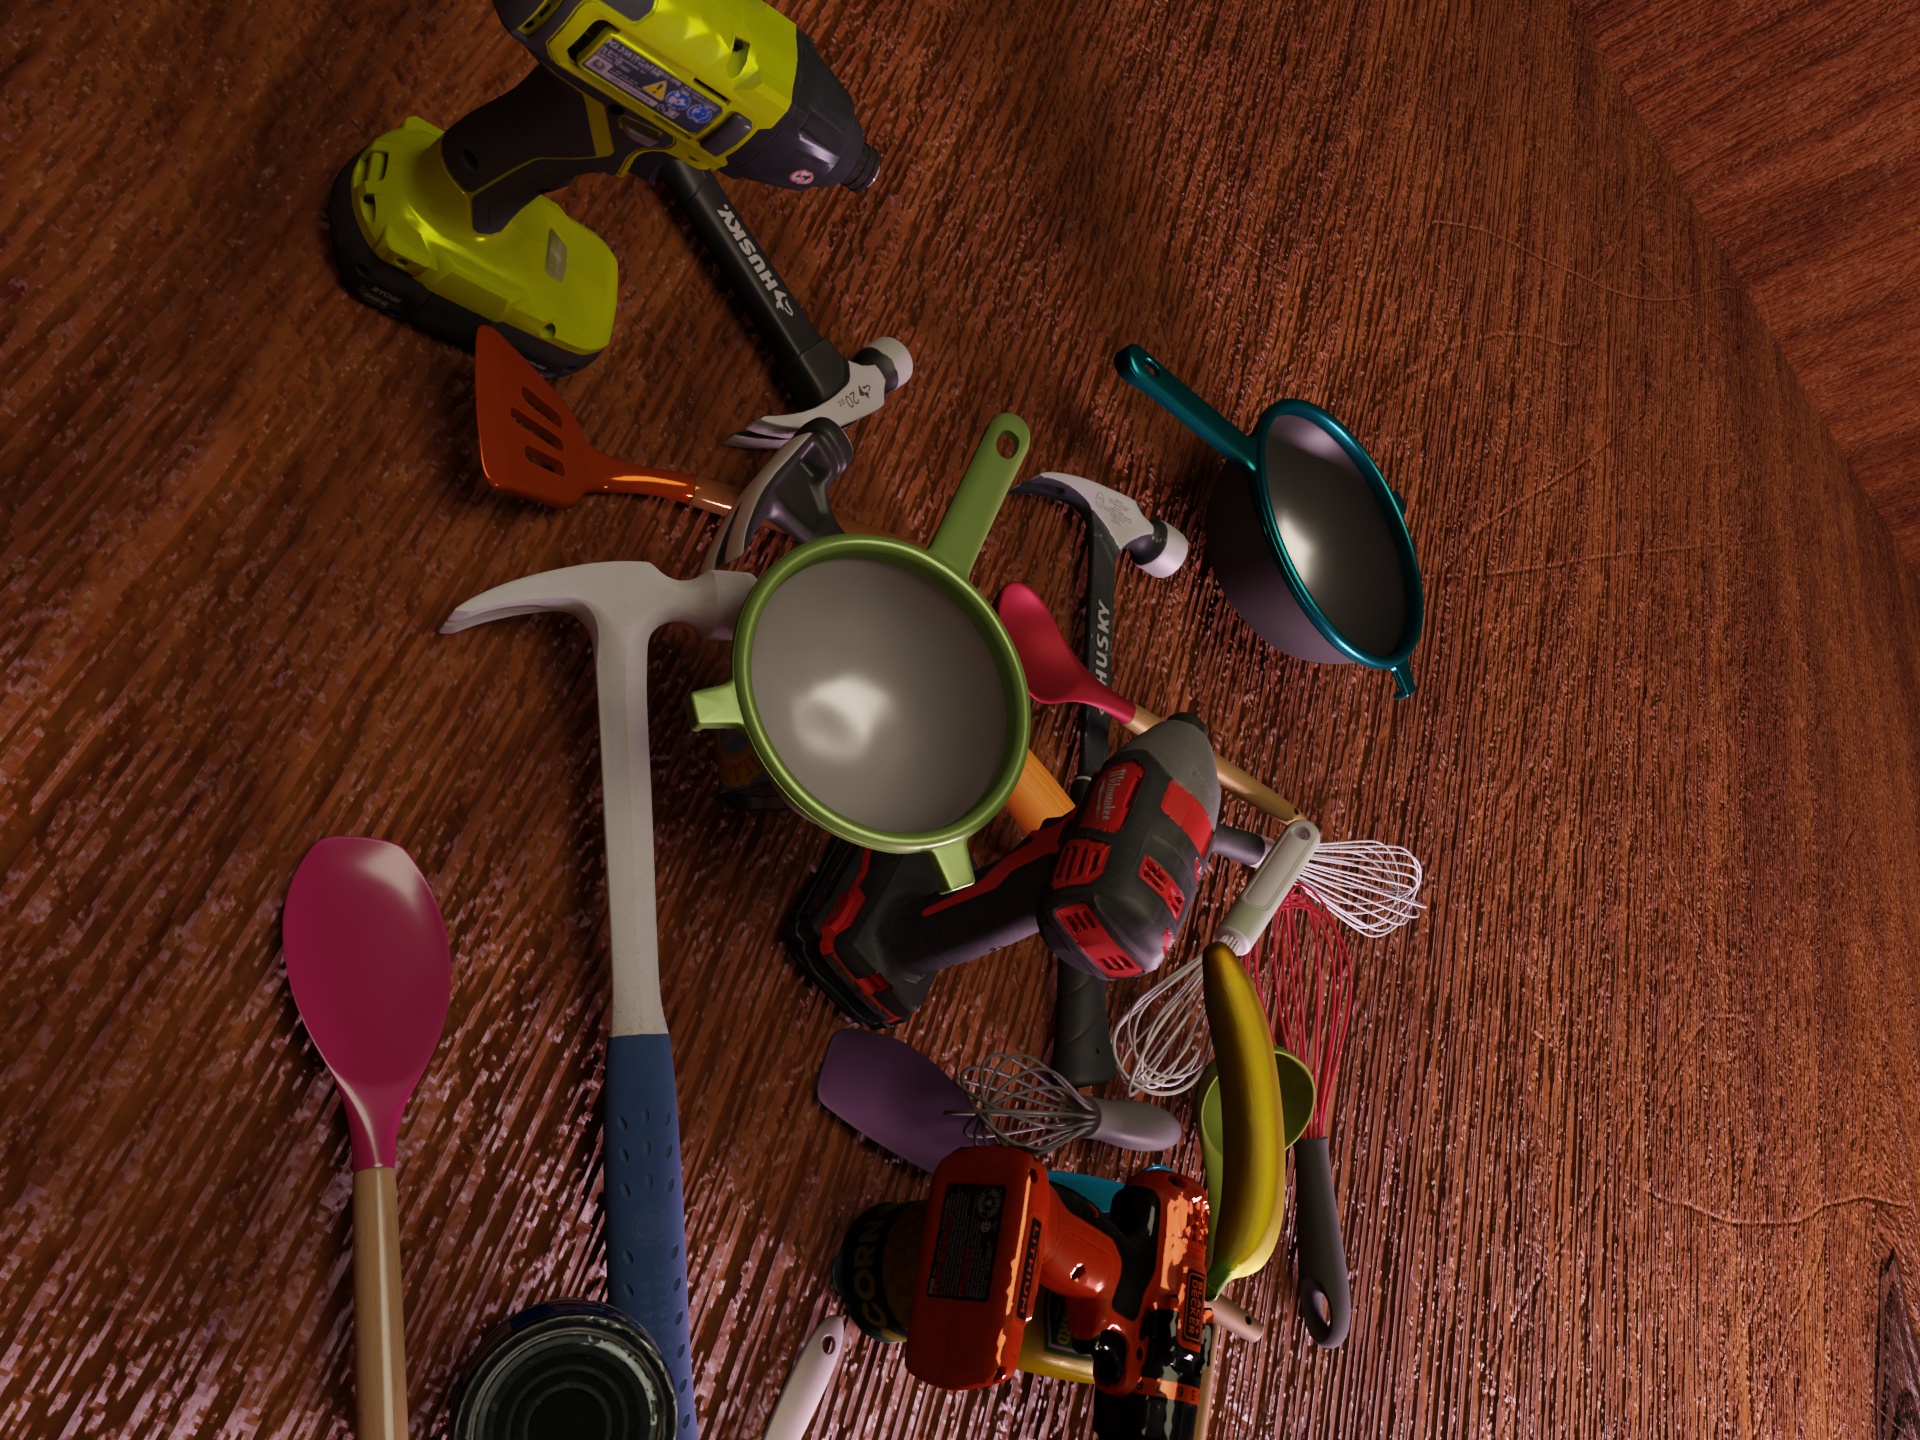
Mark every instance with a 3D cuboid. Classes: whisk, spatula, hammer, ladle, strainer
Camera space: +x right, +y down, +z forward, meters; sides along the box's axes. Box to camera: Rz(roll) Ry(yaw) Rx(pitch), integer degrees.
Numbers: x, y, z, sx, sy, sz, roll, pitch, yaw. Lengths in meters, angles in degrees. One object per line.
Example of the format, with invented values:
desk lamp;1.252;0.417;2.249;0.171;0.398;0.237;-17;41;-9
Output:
whisk;0.166;0.142;0.995;0.246;0.058;0.059;-47;153;-37
whisk;0.226;0.252;1.036;0.073;0.073;0.296;10;73;-45
spatula;0.051;0.256;0.850;0.315;0.018;0.060;38;43;-20
whisk;0.065;0.217;0.864;0.238;0.055;0.055;28;54;-54
hammer;0.080;0.026;0.987;0.149;0.036;0.409;26;57;-37
whisk;0.229;0.099;1.105;0.284;0.070;0.070;18;62;-36
ladle;0.151;0.339;0.922;0.078;0.062;0.320;28;57;-20
hammer;-0.001;-0.003;0.864;0.336;0.034;0.127;50;41;-20
spatula;-0.117;-0.118;0.830;0.322;0.041;0.081;10;66;-45
ladle;0.122;0.004;0.994;0.315;0.031;0.069;30;53;-35
strainer;-0.029;-0.046;0.764;0.151;0.069;0.256;35;56;-16
hammer;-0.146;0.126;0.688;0.144;0.035;0.406;2;76;-28
hammer;-0.155;-0.300;0.868;0.334;0.035;0.146;57;42;-14
strainer;0.203;-0.152;1.149;0.340;0.095;0.211;31;51;-33

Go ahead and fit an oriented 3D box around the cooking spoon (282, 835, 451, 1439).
cooking spoon;-0.218;0.194;0.591;0.068;0.017;0.319;12;59;-44

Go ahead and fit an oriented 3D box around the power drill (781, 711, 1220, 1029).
power drill;0.027;0.069;0.771;0.078;0.219;0.143;49;45;-22

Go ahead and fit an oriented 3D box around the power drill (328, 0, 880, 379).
power drill;-0.159;-0.240;0.696;0.171;0.223;0.080;21;60;-40

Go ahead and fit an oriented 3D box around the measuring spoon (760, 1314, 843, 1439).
measuring spoon;-0.076;0.322;0.711;0.034;0.018;0.124;49;44;-21

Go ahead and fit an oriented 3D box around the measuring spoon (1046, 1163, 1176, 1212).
measuring spoon;0.076;0.270;0.902;0.128;0.021;0.042;17;63;-32
